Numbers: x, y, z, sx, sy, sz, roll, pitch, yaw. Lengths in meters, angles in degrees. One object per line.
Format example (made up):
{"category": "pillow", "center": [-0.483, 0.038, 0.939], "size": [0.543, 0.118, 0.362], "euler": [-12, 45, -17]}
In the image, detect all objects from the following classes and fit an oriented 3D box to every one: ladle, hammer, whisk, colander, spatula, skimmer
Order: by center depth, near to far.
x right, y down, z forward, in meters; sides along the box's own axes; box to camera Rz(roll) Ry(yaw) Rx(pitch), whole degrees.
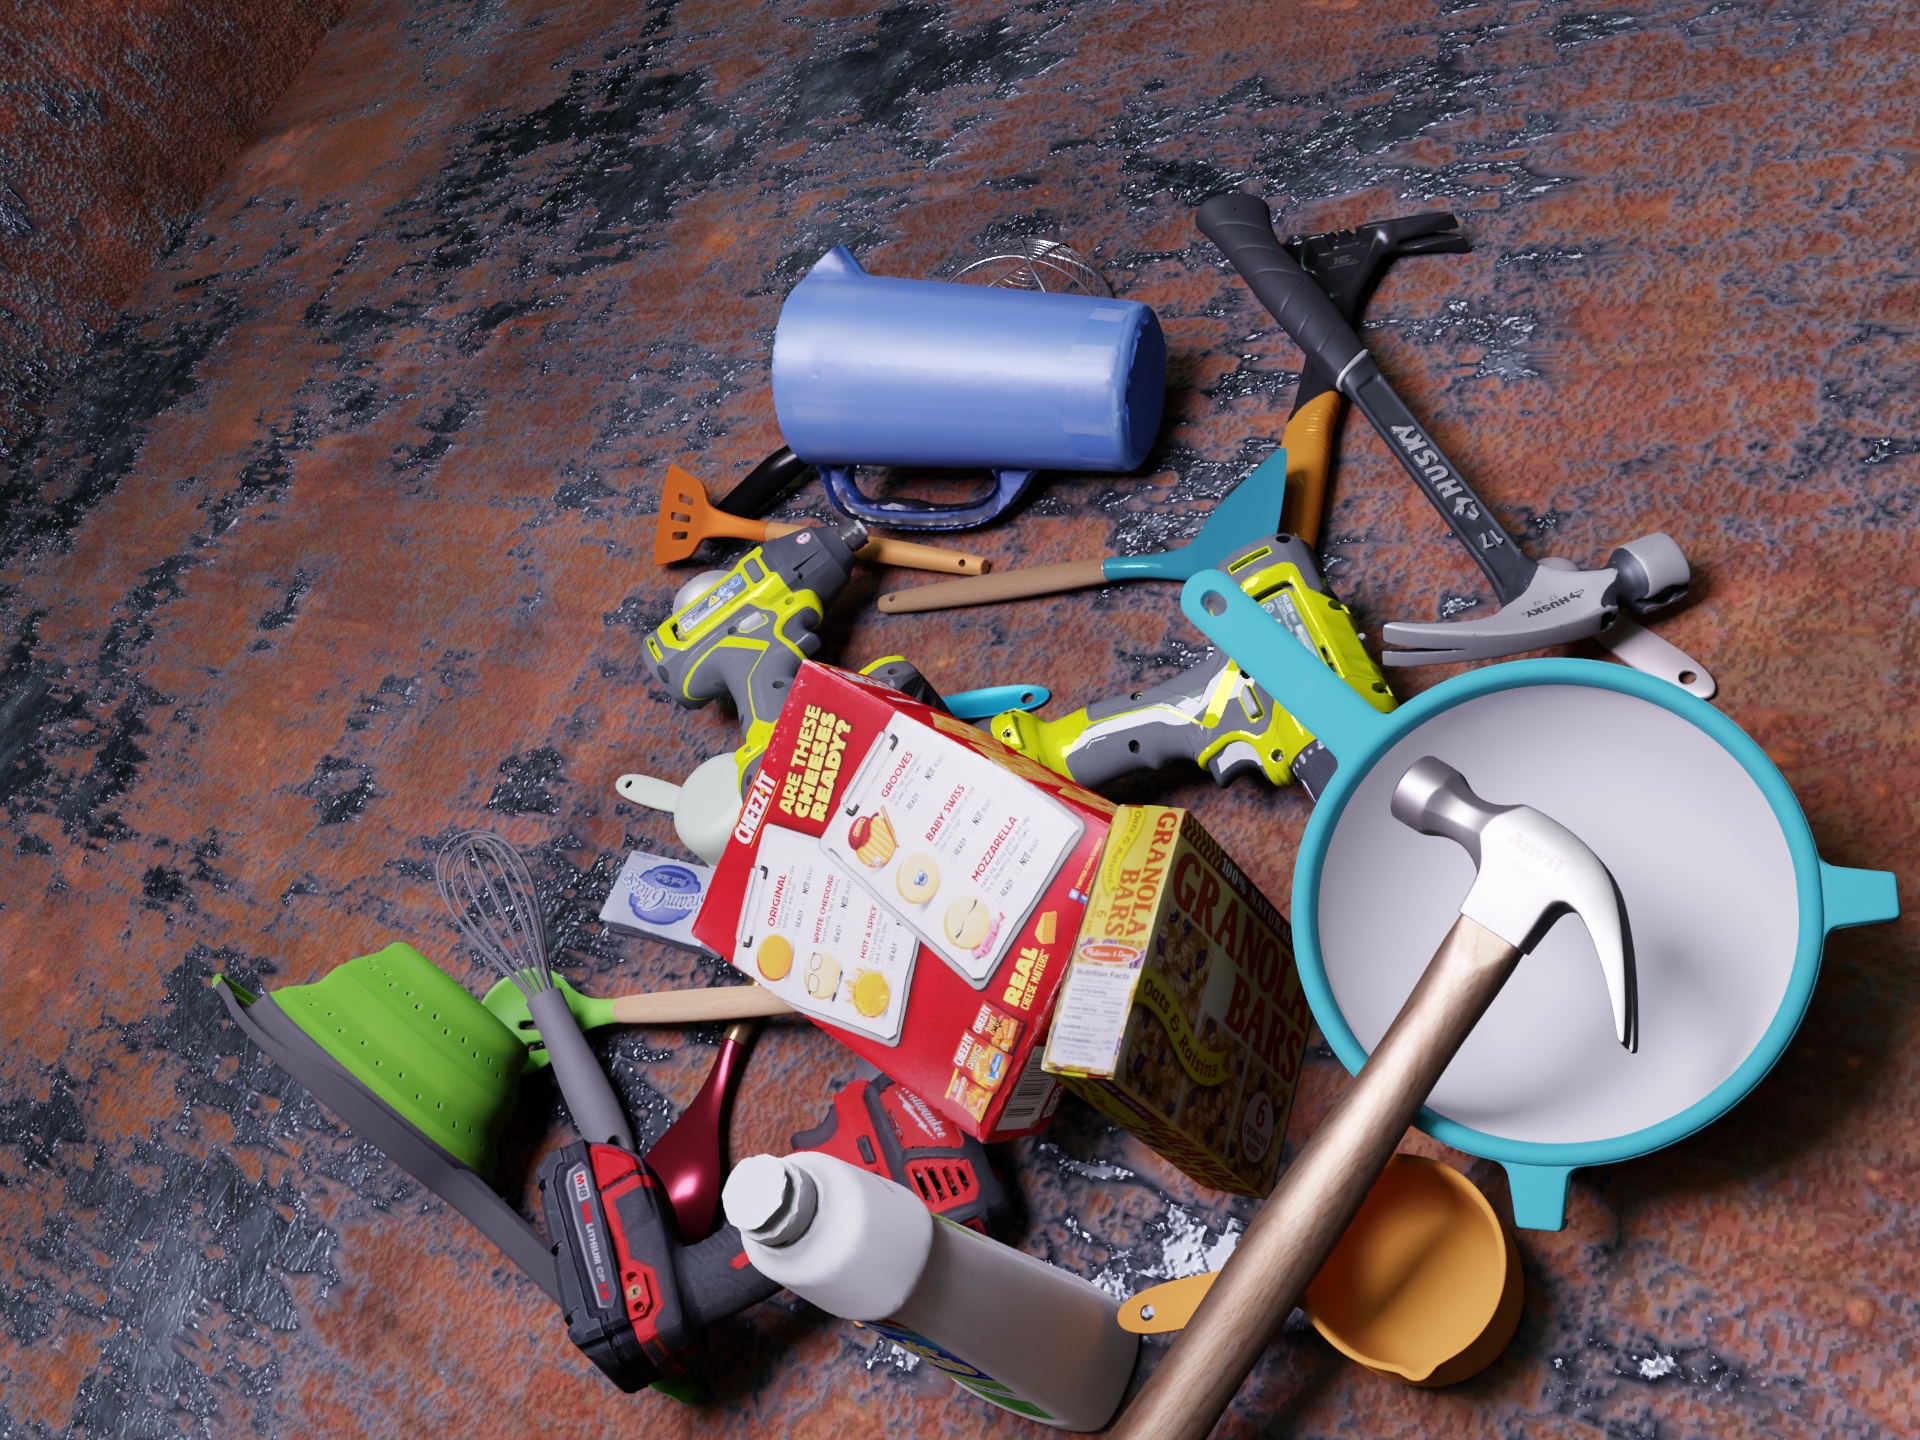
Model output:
{"category": "hammer", "center": [0.155, 0.183, 0.646], "size": [0.130, 0.031, 0.331], "euler": [35, 95, 37]}
{"category": "hammer", "center": [0.227, -0.184, 0.900], "size": [0.149, 0.036, 0.409], "euler": [-21, 50, -3]}
{"category": "colander", "center": [-0.269, 0.240, 0.930], "size": [0.397, 0.204, 0.094], "euler": [31, 69, 26]}
{"category": "hammer", "center": [0.217, -0.169, 0.958], "size": [0.127, 0.034, 0.337], "euler": [-2, 58, 36]}
{"category": "ladle", "center": [-0.124, 0.171, 0.960], "size": [0.069, 0.031, 0.316], "euler": [2, 59, 39]}
{"category": "whisk", "center": [-0.259, 0.173, 0.980], "size": [0.055, 0.055, 0.239], "euler": [-34, 74, 11]}
{"category": "spatula", "center": [0.066, -0.099, 1.000], "size": [0.317, 0.044, 0.082], "euler": [-6, 59, 37]}
{"category": "spatula", "center": [-0.114, -0.133, 1.158], "size": [0.323, 0.041, 0.081], "euler": [13, 95, 31]}
{"category": "skimmer", "center": [-0.051, -0.231, 1.200], "size": [0.363, 0.090, 0.127], "euler": [-37, 51, 22]}

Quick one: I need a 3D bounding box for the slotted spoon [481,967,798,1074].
{"category": "slotted spoon", "center": [-0.191, 0.179, 0.977], "size": [0.314, 0.031, 0.070], "euler": [-12, 66, 37]}

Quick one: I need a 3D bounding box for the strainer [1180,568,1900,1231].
{"category": "strainer", "center": [0.225, 0.047, 0.725], "size": [0.211, 0.095, 0.341], "euler": [-48, 53, 11]}

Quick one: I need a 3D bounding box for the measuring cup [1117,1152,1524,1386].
{"category": "measuring cup", "center": [0.155, 0.247, 0.685], "size": [0.173, 0.052, 0.095], "euler": [-22, 49, 24]}

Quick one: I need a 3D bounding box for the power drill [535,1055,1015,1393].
{"category": "power drill", "center": [-0.094, 0.238, 0.816], "size": [0.219, 0.078, 0.143], "euler": [-21, 50, -6]}

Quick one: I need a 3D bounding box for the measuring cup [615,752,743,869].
{"category": "measuring cup", "center": [-0.190, 0.050, 1.084], "size": [0.168, 0.038, 0.083], "euler": [12, 66, 38]}

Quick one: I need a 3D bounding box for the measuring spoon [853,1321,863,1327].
{"category": "measuring spoon", "center": [-0.053, 0.265, 0.852], "size": [0.021, 0.011, 0.117], "euler": [-21, 52, 21]}

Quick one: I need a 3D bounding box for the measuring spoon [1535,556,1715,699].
{"category": "measuring spoon", "center": [0.328, -0.048, 0.799], "size": [0.034, 0.018, 0.124], "euler": [-42, 45, 2]}

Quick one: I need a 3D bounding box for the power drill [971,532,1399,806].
{"category": "power drill", "center": [0.121, 0.032, 0.837], "size": [0.228, 0.080, 0.191], "euler": [-28, 64, 16]}

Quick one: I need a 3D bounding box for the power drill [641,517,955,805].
{"category": "power drill", "center": [-0.100, -0.033, 1.019], "size": [0.171, 0.080, 0.223], "euler": [-37, 45, 1]}

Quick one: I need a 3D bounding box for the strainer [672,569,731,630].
{"category": "strainer", "center": [-0.148, -0.050, 1.131], "size": [0.087, 0.050, 0.259], "euler": [-43, 47, -5]}

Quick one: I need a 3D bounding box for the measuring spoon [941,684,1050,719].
{"category": "measuring spoon", "center": [-0.002, -0.003, 1.010], "size": [0.128, 0.021, 0.042], "euler": [-8, 56, 20]}
